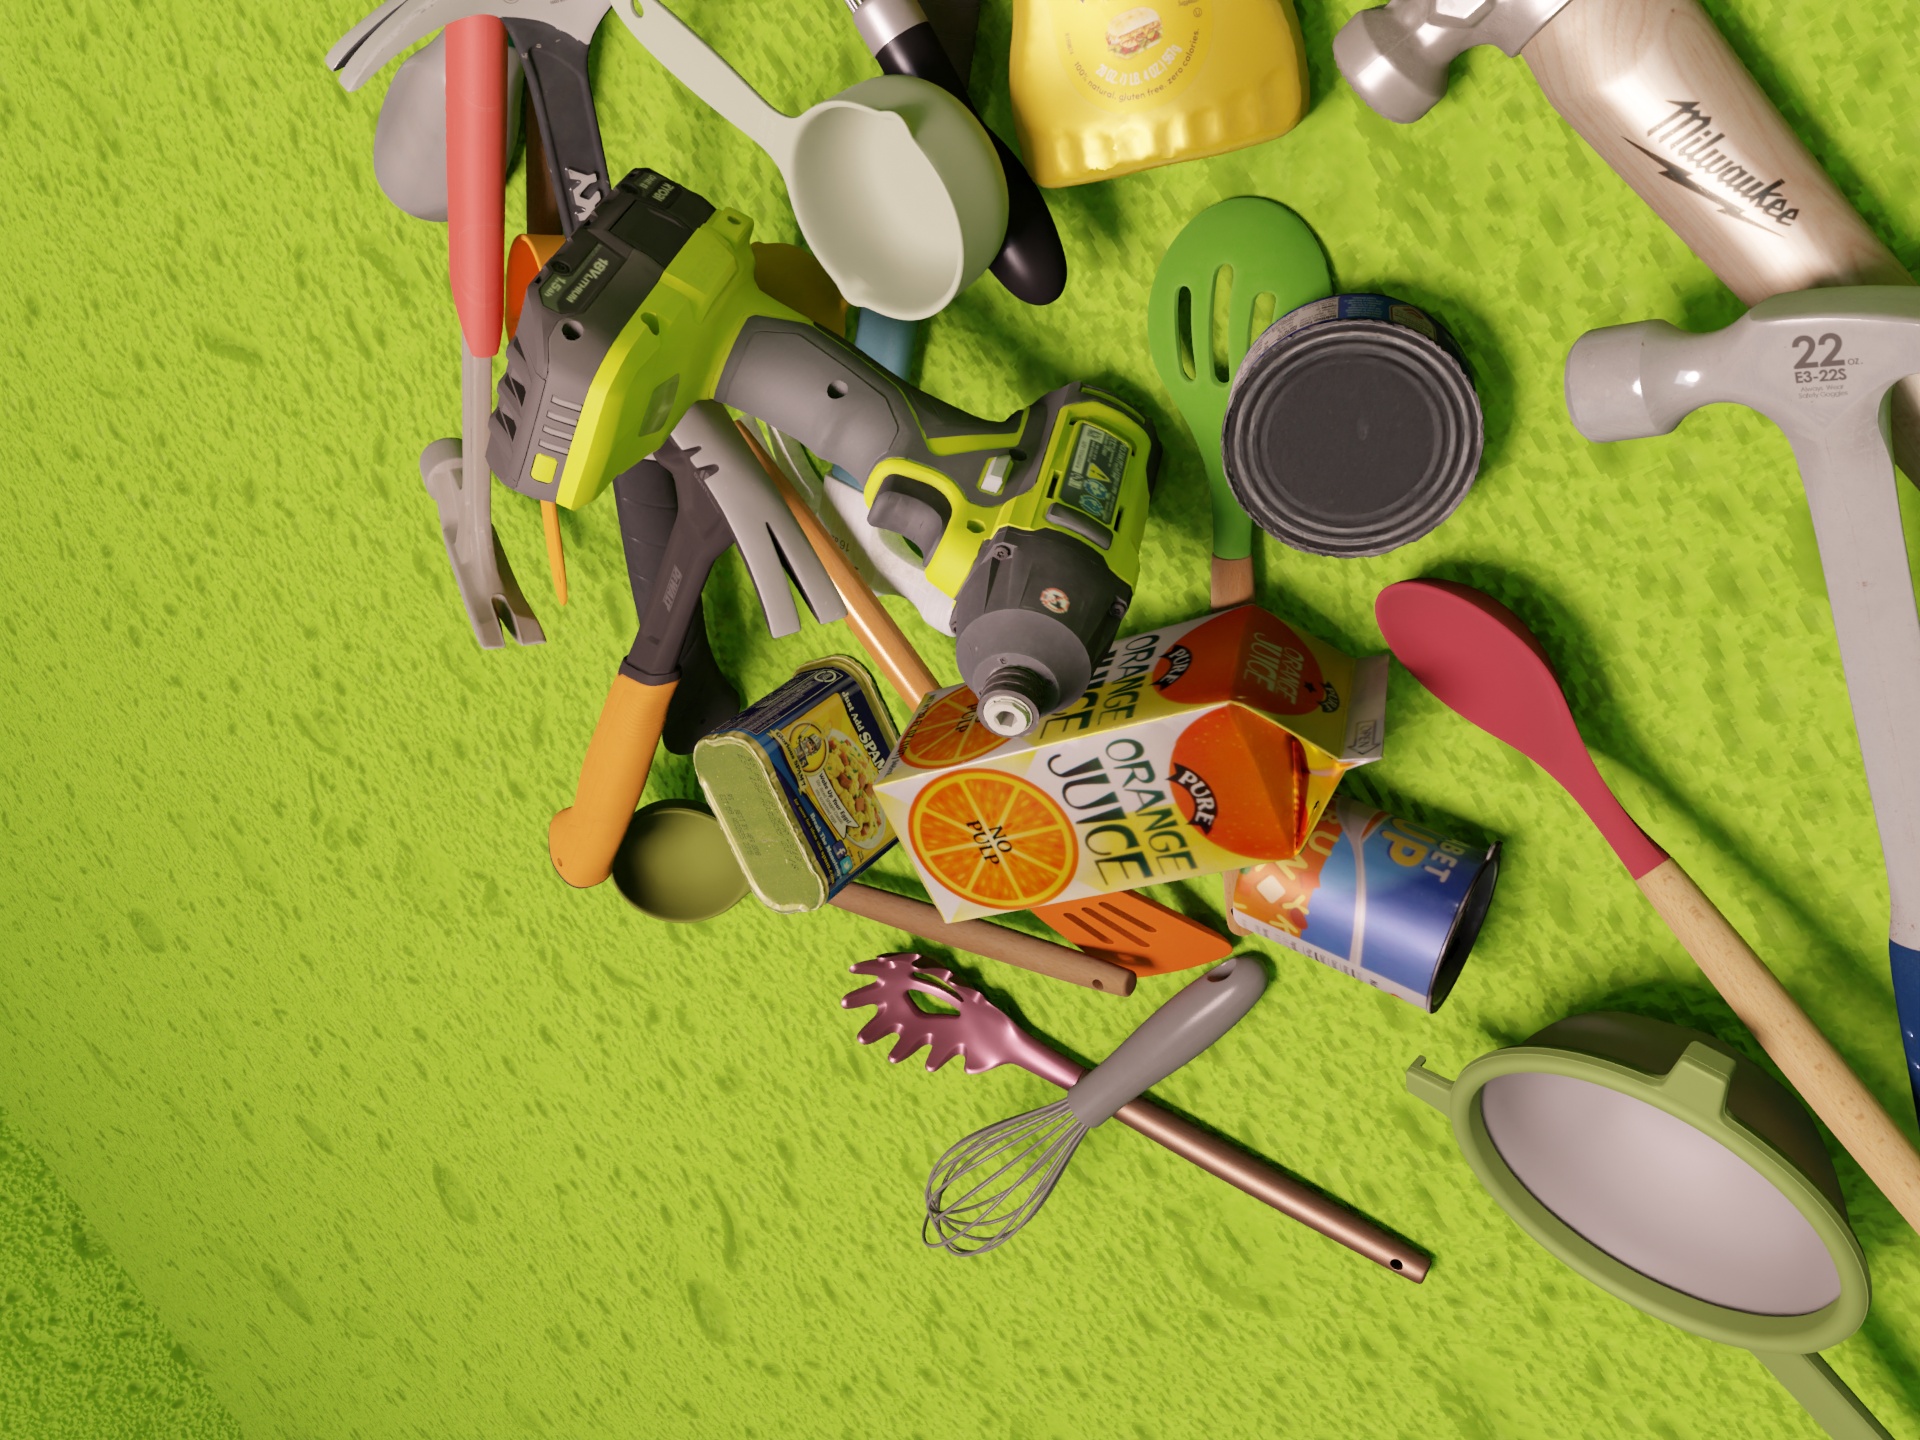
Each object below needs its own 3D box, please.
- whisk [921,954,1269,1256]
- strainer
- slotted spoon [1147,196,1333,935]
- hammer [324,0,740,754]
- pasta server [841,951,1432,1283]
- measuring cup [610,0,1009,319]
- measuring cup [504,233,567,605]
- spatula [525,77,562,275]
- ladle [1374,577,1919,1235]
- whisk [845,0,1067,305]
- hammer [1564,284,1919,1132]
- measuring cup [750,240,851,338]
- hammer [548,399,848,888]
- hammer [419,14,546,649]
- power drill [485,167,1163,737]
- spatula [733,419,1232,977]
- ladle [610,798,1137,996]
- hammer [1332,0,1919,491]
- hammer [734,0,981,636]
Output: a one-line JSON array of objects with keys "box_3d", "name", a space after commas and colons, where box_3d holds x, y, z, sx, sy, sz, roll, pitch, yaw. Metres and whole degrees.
[{"box_3d": [0.059, 0.185, 0.759, 0.055, 0.055, 0.239, 47, 117, 5], "name": "whisk"}, {"box_3d": [0.300, 0.194, 0.594, 0.256, 0.069, 0.151, 47, 153, -7], "name": "strainer"}, {"box_3d": [0.110, -0.042, 0.627, 0.070, 0.031, 0.313, 11, 124, 28], "name": "slotted spoon"}, {"box_3d": [-0.149, -0.133, 0.699, 0.036, 0.149, 0.408, 51, 155, 38], "name": "hammer"}, {"box_3d": [0.080, 0.196, 0.791, 0.316, 0.040, 0.060, 25, 115, 23], "name": "pasta server"}, {"box_3d": [-0.051, -0.207, 0.541, 0.168, 0.038, 0.083, 42, 149, 10], "name": "measuring cup"}, {"box_3d": [-0.174, -0.140, 0.749, 0.095, 0.052, 0.173, 36, 132, 55], "name": "measuring cup"}, {"box_3d": [-0.171, -0.286, 0.662, 0.315, 0.018, 0.060, 113, 151, -54], "name": "spatula"}, {"box_3d": [0.250, 0.071, 0.535, 0.316, 0.031, 0.069, 55, 168, 16], "name": "ladle"}, {"box_3d": [-0.040, -0.268, 0.541, 0.070, 0.070, 0.284, -23, 104, 44], "name": "whisk"}, {"box_3d": [0.305, 0.059, 0.490, 0.144, 0.035, 0.405, 2, 125, 48], "name": "hammer"}, {"box_3d": [-0.041, -0.172, 0.616, 0.156, 0.029, 0.062, -15, 108, 40], "name": "measuring cup"}, {"box_3d": [-0.143, -0.004, 0.733, 0.127, 0.034, 0.336, 56, 144, 17], "name": "hammer"}, {"box_3d": [-0.210, -0.206, 0.697, 0.149, 0.036, 0.358, 58, 146, 38], "name": "hammer"}, {"box_3d": [-0.041, -0.092, 0.562, 0.223, 0.171, 0.080, 25, 133, -6], "name": "power drill"}, {"box_3d": [-0.001, -0.002, 0.711, 0.322, 0.041, 0.081, 54, 142, -7], "name": "spatula"}, {"box_3d": [-0.056, 0.099, 0.814, 0.320, 0.062, 0.078, 12, 128, 35], "name": "ladle"}, {"box_3d": [0.287, -0.089, 0.448, 0.410, 0.038, 0.146, 51, 134, 1], "name": "hammer"}, {"box_3d": [-0.022, -0.194, 0.632, 0.128, 0.033, 0.330, 29, 131, 20], "name": "hammer"}]
